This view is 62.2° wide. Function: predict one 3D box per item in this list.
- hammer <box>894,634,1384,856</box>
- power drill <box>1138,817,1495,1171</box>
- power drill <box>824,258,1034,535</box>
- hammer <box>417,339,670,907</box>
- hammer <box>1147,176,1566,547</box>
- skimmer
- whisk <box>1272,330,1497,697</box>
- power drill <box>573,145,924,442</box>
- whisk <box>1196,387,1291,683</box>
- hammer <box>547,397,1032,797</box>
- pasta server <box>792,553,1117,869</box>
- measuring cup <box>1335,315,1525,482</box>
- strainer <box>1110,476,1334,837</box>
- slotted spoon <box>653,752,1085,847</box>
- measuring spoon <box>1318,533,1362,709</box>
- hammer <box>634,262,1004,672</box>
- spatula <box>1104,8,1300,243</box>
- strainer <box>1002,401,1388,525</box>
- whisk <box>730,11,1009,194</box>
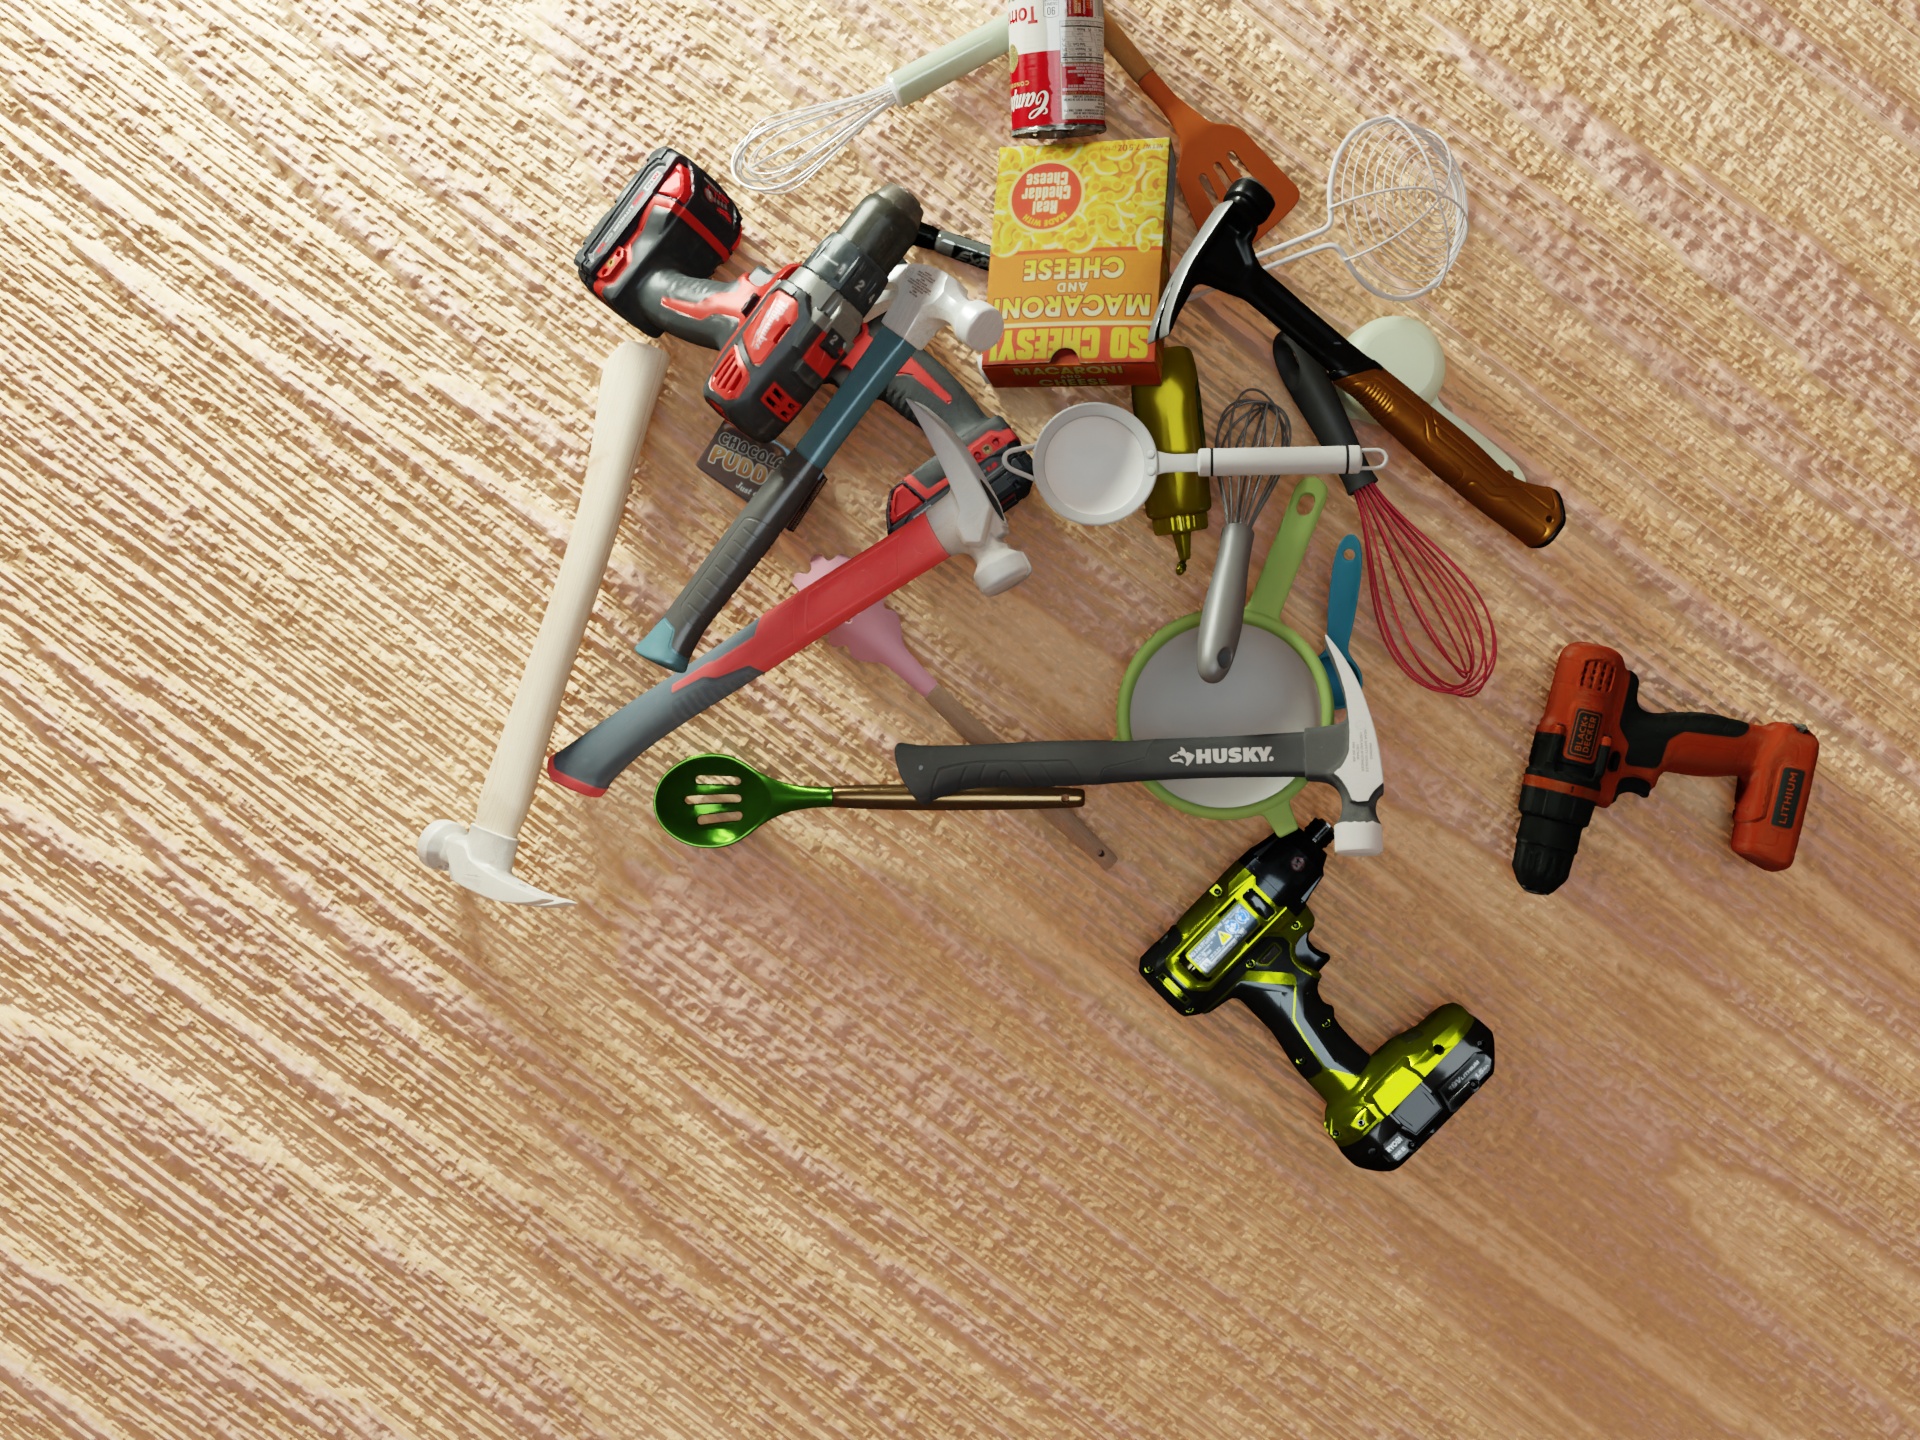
[{"bbox_3d":[0.117,0.022,1.094,0.335,0.035,0.146,-2,80,14],"label":"hammer"},{"bbox_3d":[0.263,0.194,1.139,0.223,0.080,0.171,44,93,3],"label":"power drill"},{"bbox_3d":[-0.055,-0.226,1.138,0.143,0.078,0.220,-34,88,2],"label":"power drill"},{"bbox_3d":[-0.277,-0.071,1.141,0.146,0.038,0.410,16,88,35],"label":"hammer"},{"bbox_3d":[0.285,-0.219,1.094,0.336,0.034,0.127,34,81,-15],"label":"hammer"},{"bbox_3d":[0.187,-0.320,1.148,0.363,0.090,0.127,-19,105,13],"label":"skimmer"},{"bbox_3d":[0.296,-0.149,1.135,0.073,0.073,0.296,-26,85,2],"label":"whisk"},{"bbox_3d":[-0.141,-0.309,1.078,0.227,0.080,0.188,40,93,35],"label":"power drill"},{"bbox_3d":[0.191,-0.131,1.102,0.055,0.055,0.239,14,64,1],"label":"whisk"},{"bbox_3d":[-0.144,-0.067,1.114,0.386,0.038,0.143,-30,83,18],"label":"hammer"},{"bbox_3d":[-0.002,-0.004,1.167,0.316,0.040,0.060,44,93,-4],"label":"pasta server"},{"bbox_3d":[0.344,-0.223,1.140,0.167,0.038,0.083,41,92,2],"label":"measuring cup"},{"bbox_3d":[0.210,-0.049,1.139,0.151,0.069,0.256,21,84,17],"label":"strainer"},{"bbox_3d":[-0.067,0.058,1.158,0.314,0.031,0.070,0,92,6],"label":"slotted spoon"},{"bbox_3d":[0.275,-0.072,1.143,0.042,0.021,0.128,10,108,22],"label":"measuring spoon"},{"bbox_3d":[-0.110,-0.164,1.067,0.331,0.033,0.128,-51,49,9],"label":"hammer"},{"bbox_3d":[0.118,-0.479,1.150,0.081,0.041,0.322,-38,86,4],"label":"spatula"},{"bbox_3d":[0.159,-0.174,1.085,0.258,0.050,0.087,0,83,8],"label":"strainer"},{"bbox_3d":[-0.055,-0.449,1.146,0.246,0.057,0.059,-29,66,-2],"label":"whisk"}]
